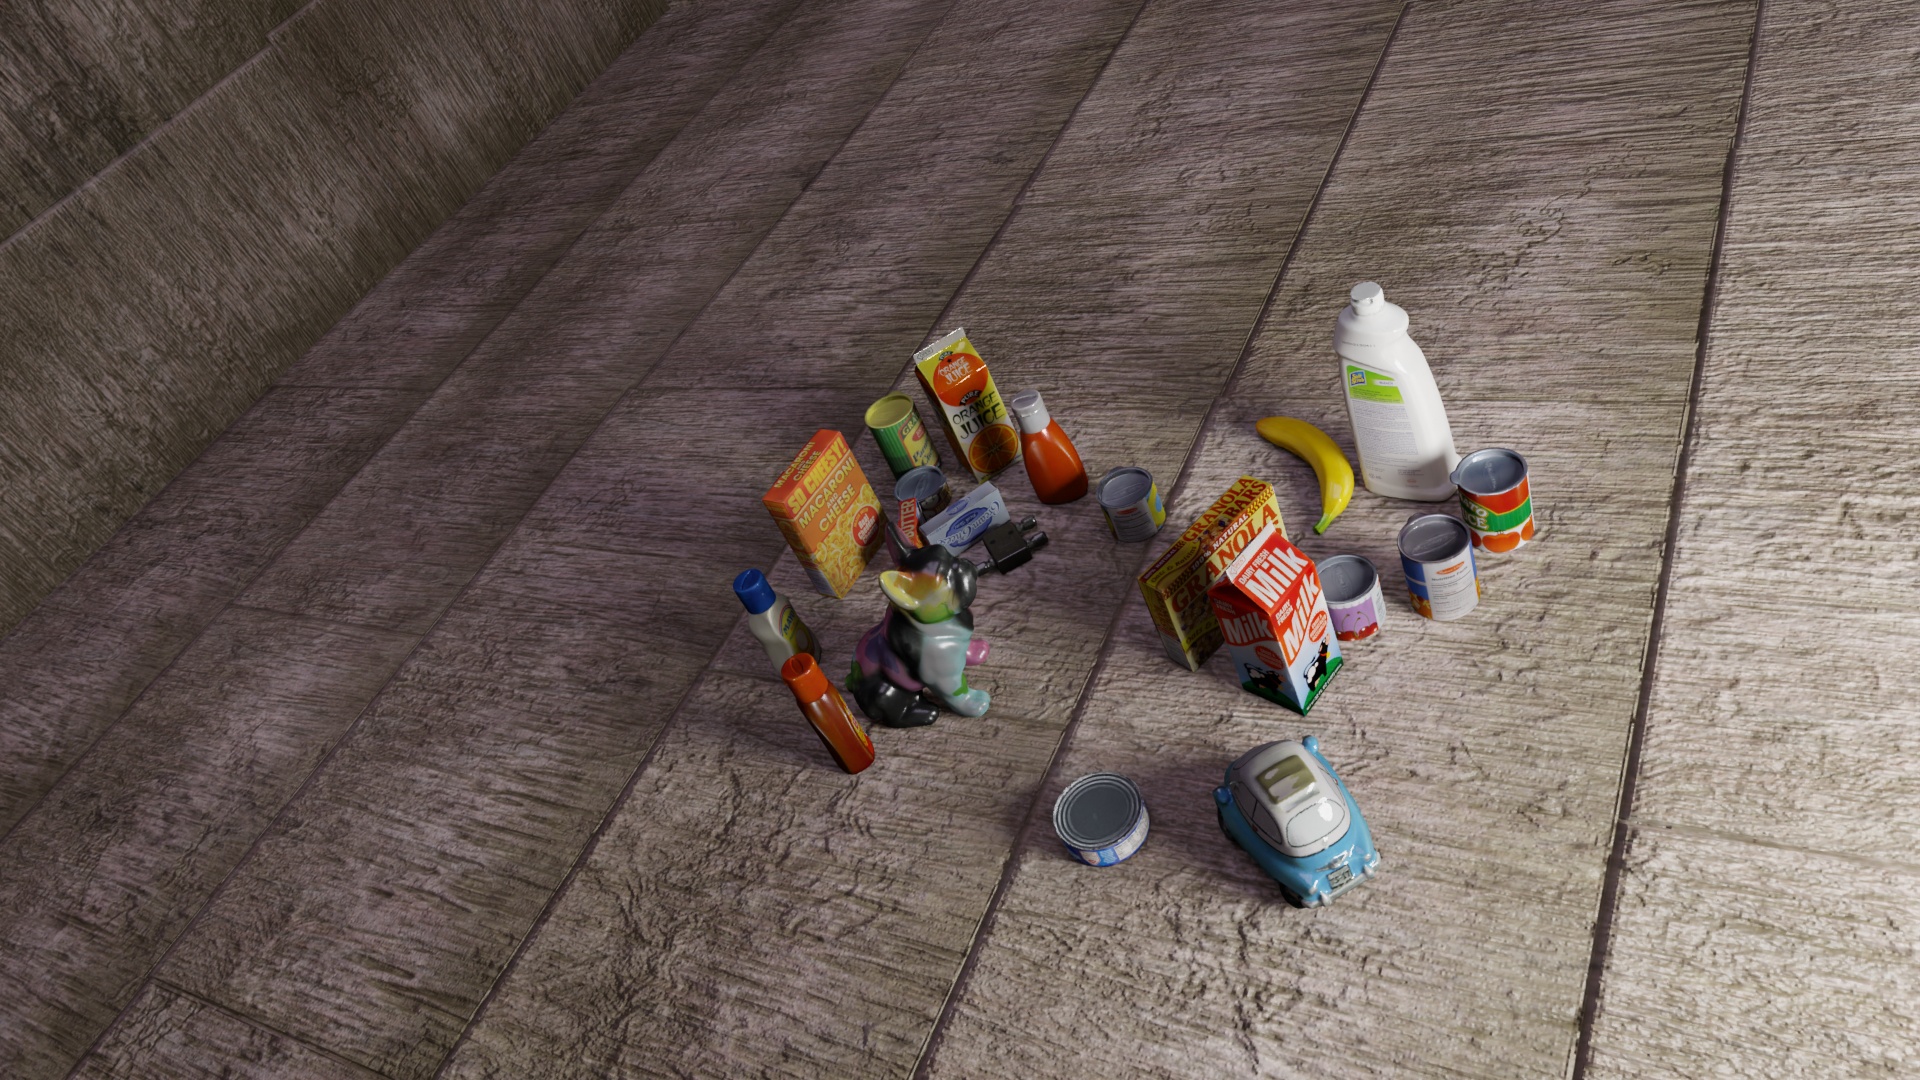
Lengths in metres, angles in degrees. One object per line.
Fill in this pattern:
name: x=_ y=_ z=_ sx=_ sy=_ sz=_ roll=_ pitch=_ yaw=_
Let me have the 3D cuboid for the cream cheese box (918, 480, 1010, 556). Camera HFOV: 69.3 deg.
cream cheese box: x=0.006 y=-0.021 z=1.647 sx=0.104 sy=0.053 sz=0.024 roll=-35 pitch=40 yaw=-10

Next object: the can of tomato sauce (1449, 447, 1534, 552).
can of tomato sauce: x=0.522 y=-0.038 z=1.360 sx=0.071 sy=0.082 sz=0.071 roll=-15 pitch=40 yaw=14

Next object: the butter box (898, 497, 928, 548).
butter box: x=-0.055 y=0.002 z=1.656 sx=0.024 sy=0.053 sz=0.104 roll=-16 pitch=40 yaw=13

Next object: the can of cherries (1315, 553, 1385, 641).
can of cherries: x=0.375 y=0.056 z=1.356 sx=0.071 sy=0.058 sz=0.072 roll=-15 pitch=40 yaw=14

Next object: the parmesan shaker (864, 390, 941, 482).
parmesan shaker: x=-0.071 y=-0.130 z=1.770 sx=0.071 sy=0.102 sz=0.072 roll=-15 pitch=40 yaw=14

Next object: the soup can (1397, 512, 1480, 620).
soup can: x=0.457 y=0.024 z=1.327 sx=0.071 sy=0.083 sz=0.072 roll=-15 pitch=40 yaw=14

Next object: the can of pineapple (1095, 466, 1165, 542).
can of pineapple: x=0.192 y=-0.042 z=1.565 sx=0.071 sy=0.057 sz=0.071 roll=-15 pitch=40 yaw=14

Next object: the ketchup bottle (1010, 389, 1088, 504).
ketchup bottle: x=0.099 y=-0.109 z=1.618 sx=0.064 sy=0.148 sz=0.044 roll=-11 pitch=42 yaw=19

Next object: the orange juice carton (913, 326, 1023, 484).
orange juice carton: x=0.006 y=-0.170 z=1.702 sx=0.072 sy=0.191 sz=0.073 roll=-32 pitch=39 yaw=-6

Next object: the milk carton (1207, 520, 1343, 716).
milk carton: x=0.289 y=0.069 z=1.285 sx=0.073 sy=0.189 sz=0.072 roll=22 pitch=59 yaw=43

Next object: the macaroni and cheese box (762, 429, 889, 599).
macaroni and cheese box: x=-0.157 y=-0.031 z=1.659 sx=0.040 sy=0.165 sz=0.124 roll=9 pitch=51 yaw=36

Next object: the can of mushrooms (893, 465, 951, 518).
can of mushrooms: x=-0.045 y=-0.060 z=1.734 sx=0.071 sy=0.033 sz=0.071 roll=-15 pitch=40 yaw=14

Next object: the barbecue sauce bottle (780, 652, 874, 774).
barbecue sauce bottle: x=-0.138 y=0.177 z=1.434 sx=0.044 sy=0.148 sz=0.065 roll=-33 pitch=39 yaw=-7

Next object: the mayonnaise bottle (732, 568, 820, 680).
mayonnaise bottle: x=-0.207 y=0.094 z=1.563 sx=0.041 sy=0.147 sz=0.065 roll=-5 pitch=44 yaw=25

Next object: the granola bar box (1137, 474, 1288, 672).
granola bar box: x=0.259 y=0.032 z=1.394 sx=0.166 sy=0.123 sz=0.039 roll=-42 pitch=42 yaw=-18
